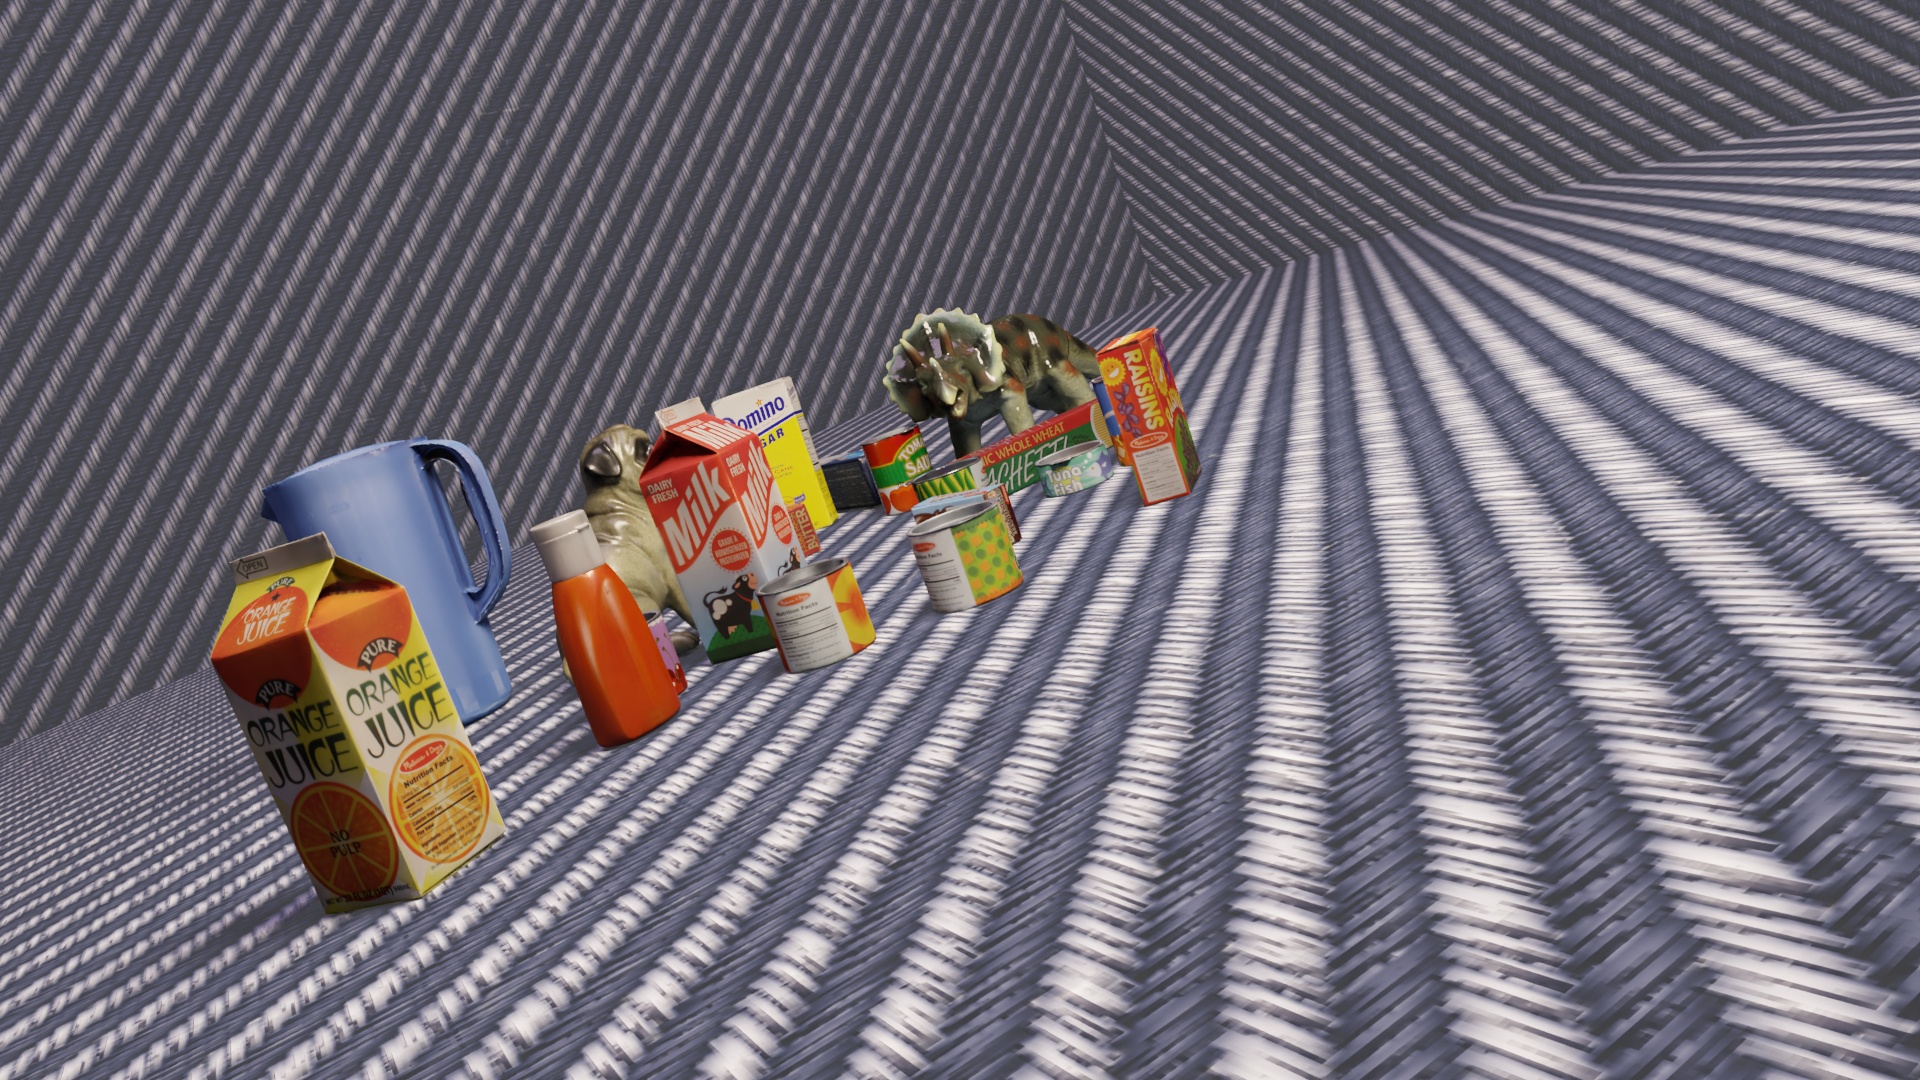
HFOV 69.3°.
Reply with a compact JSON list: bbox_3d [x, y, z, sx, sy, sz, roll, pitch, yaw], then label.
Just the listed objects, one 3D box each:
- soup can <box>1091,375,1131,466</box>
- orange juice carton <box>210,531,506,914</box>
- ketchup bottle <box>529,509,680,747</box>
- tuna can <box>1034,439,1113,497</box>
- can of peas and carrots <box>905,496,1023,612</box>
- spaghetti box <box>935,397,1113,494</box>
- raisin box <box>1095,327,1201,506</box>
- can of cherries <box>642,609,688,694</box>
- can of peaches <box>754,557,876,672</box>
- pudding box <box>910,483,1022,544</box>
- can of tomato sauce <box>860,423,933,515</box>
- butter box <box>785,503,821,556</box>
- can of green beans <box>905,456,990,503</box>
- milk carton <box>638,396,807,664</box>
[{"bbox_3d":[0.164,-0.118,1.275,0.071,0.083,0.071,-19,9,3],"label":"soup can"},{"bbox_3d":[-0.325,0.092,0.738,0.071,0.192,0.073,-16,10,23],"label":"orange juice carton"},{"bbox_3d":[-0.232,0.055,0.896,0.043,0.148,0.065,-15,10,28],"label":"ketchup bottle"},{"bbox_3d":[0.102,-0.064,1.248,0.071,0.032,0.071,-19,9,3],"label":"tuna can"},{"bbox_3d":[0.005,0.010,0.948,0.071,0.058,0.071,-19,9,3],"label":"can of peas and carrots"},{"bbox_3d":[0.074,-0.086,1.376,0.251,0.050,0.028,-26,11,-33],"label":"spaghetti box"},{"bbox_3d":[0.147,-0.098,1.073,0.040,0.123,0.086,-16,10,21],"label":"raisin box"},{"bbox_3d":[-0.233,0.088,0.986,0.071,0.058,0.071,-19,9,3],"label":"can of cherries"},{"bbox_3d":[-0.095,0.049,0.930,0.071,0.058,0.071,-19,9,3],"label":"can of peaches"},{"bbox_3d":[0.004,-0.014,1.111,0.083,0.049,0.030,-11,13,44],"label":"pudding box"},{"bbox_3d":[-0.061,-0.076,1.493,0.071,0.083,0.071,-19,9,3],"label":"can of tomato sauce"},{"bbox_3d":[-0.180,-0.010,1.448,0.024,0.053,0.103,-24,10,-24],"label":"butter box"},{"bbox_3d":[-0.004,-0.036,1.227,0.071,0.057,0.071,-19,9,3],"label":"can of green beans"},{"bbox_3d":[-0.176,-0.013,1.037,0.073,0.190,0.072,-17,10,19],"label":"milk carton"}]
